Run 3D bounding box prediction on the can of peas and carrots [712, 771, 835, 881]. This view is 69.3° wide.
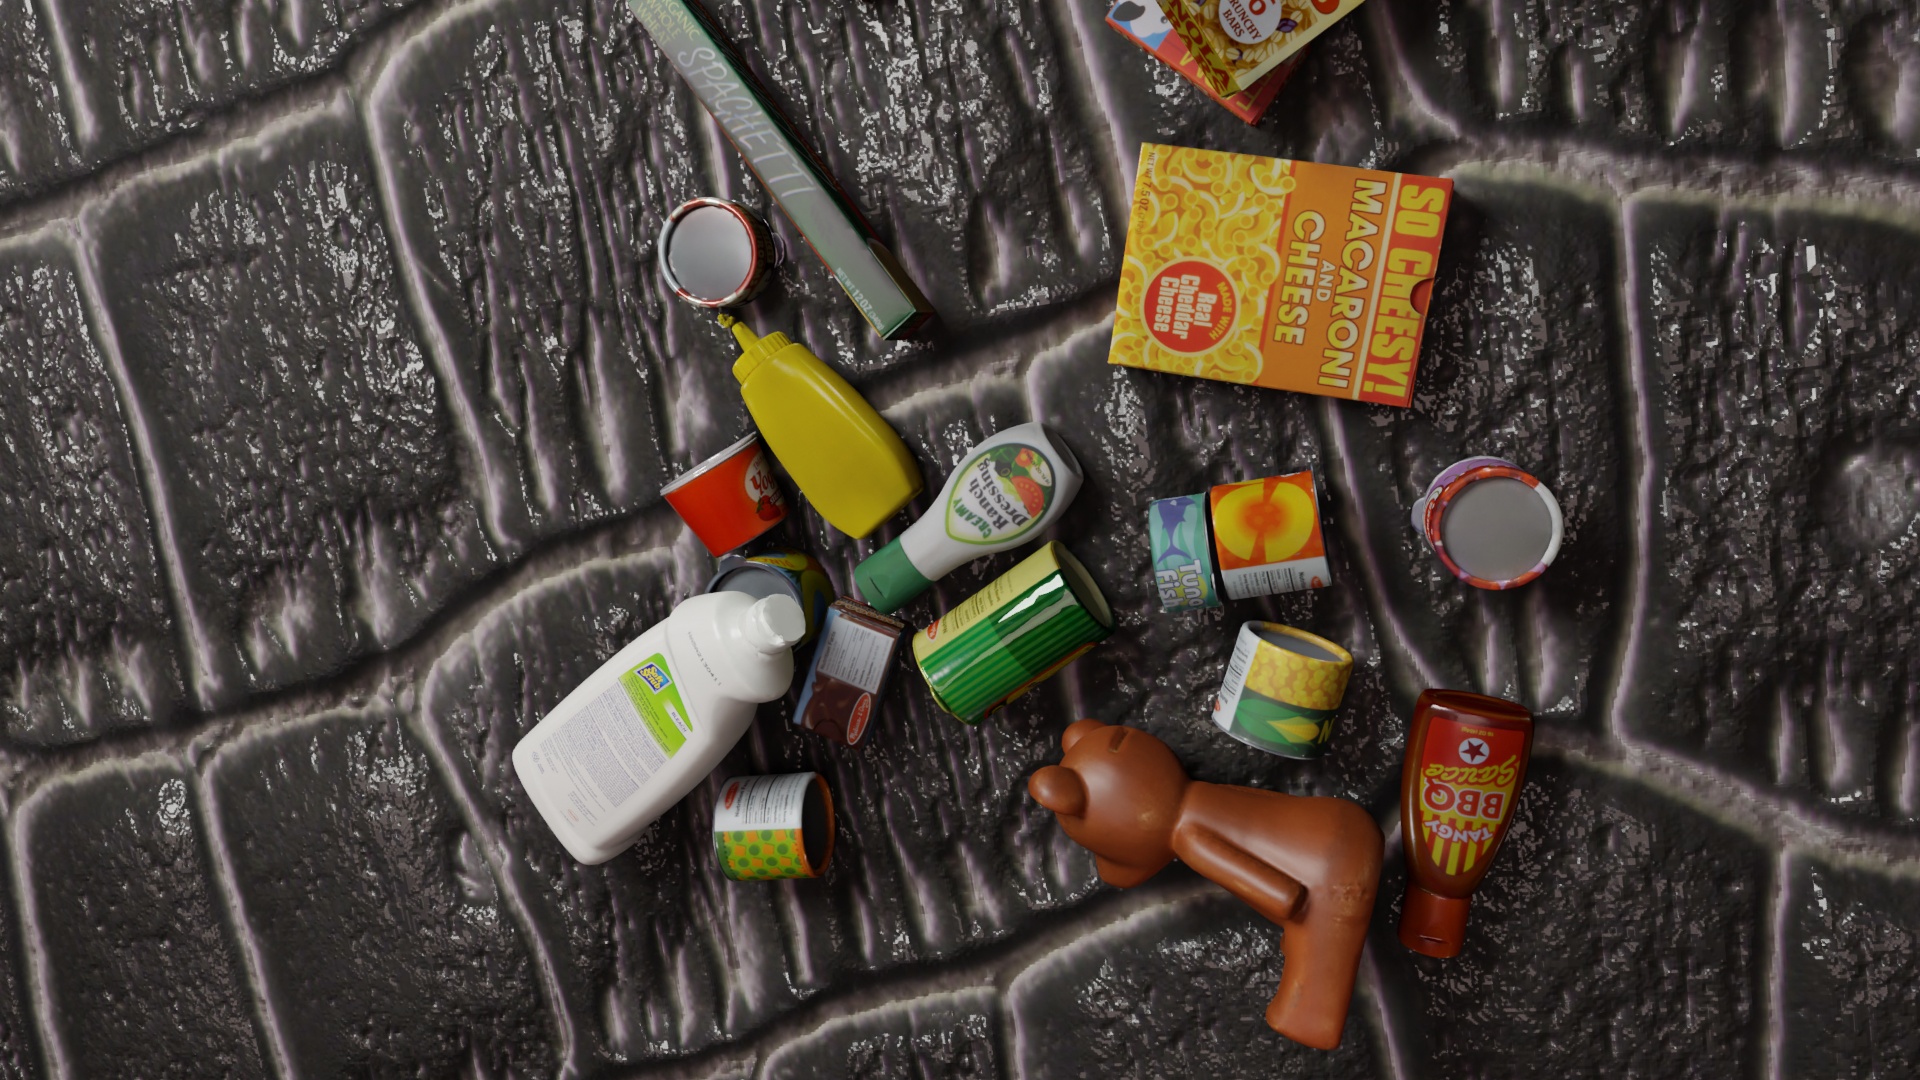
[{"bbox_3d":[-0.116,0.182,0.877,0.059,0.071,0.071,-6,98,14],"label":"can of peas and carrots"}]

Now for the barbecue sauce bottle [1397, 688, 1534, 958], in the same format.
[{"bbox_3d":[0.280,0.162,0.791,0.065,0.044,0.148,9,102,11],"label":"barbecue sauce bottle"}]

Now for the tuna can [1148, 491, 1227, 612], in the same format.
[{"bbox_3d":[0.129,0.009,0.787,0.033,0.071,0.071,-9,97,16],"label":"tuna can"}]

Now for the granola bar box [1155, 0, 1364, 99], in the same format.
[{"bbox_3d":[0.141,-0.331,0.707,0.124,0.039,0.165,-37,100,0],"label":"granola bar box"}]

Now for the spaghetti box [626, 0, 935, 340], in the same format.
[{"bbox_3d":[-0.104,-0.223,0.815,0.028,0.050,0.250,-37,89,15],"label":"spaghetti box"}]

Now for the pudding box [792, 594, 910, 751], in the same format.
[{"bbox_3d":[-0.069,0.082,0.867,0.050,0.030,0.083,20,103,8],"label":"pudding box"}]

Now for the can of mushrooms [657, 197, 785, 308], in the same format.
[{"bbox_3d":[-0.145,-0.174,0.841,0.071,0.033,0.071,2,99,13],"label":"can of mushrooms"}]

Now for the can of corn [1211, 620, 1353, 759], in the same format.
[{"bbox_3d":[0.186,0.084,0.789,0.071,0.071,0.058,17,103,10],"label":"can of corn"}]

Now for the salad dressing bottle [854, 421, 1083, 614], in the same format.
[{"bbox_3d":[0.003,-0.010,0.827,0.147,0.044,0.064,-37,88,16],"label":"salad dressing bottle"}]

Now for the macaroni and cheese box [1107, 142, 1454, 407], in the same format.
[{"bbox_3d":[0.174,-0.146,0.766,0.166,0.040,0.123,10,102,12],"label":"macaroni and cheese box"}]

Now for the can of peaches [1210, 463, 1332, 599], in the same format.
[{"bbox_3d":[0.174,-0.005,0.778,0.058,0.071,0.071,-10,97,15],"label":"can of peaches"}]

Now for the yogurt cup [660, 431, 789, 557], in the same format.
[{"bbox_3d":[-0.141,-0.026,0.850,0.072,0.072,0.054,-28,100,16],"label":"yogurt cup"}]

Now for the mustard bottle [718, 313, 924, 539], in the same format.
[{"bbox_3d":[-0.091,-0.077,0.836,0.065,0.049,0.160,-39,88,16],"label":"mustard bottle"}]

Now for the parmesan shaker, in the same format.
[{"bbox_3d":[0.032,0.056,0.817,0.103,0.071,0.071,-35,90,16],"label":"parmesan shaker"}]

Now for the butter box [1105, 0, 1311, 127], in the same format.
[{"bbox_3d":[0.136,-0.278,0.762,0.103,0.024,0.053,38,104,5],"label":"butter box"}]

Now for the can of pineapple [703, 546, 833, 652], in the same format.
[{"bbox_3d":[-0.118,0.038,0.857,0.071,0.058,0.071,2,100,13],"label":"can of pineapple"}]

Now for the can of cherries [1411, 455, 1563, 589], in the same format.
[{"bbox_3d":[0.284,-0.009,0.753,0.071,0.058,0.071,2,100,13],"label":"can of cherries"}]
